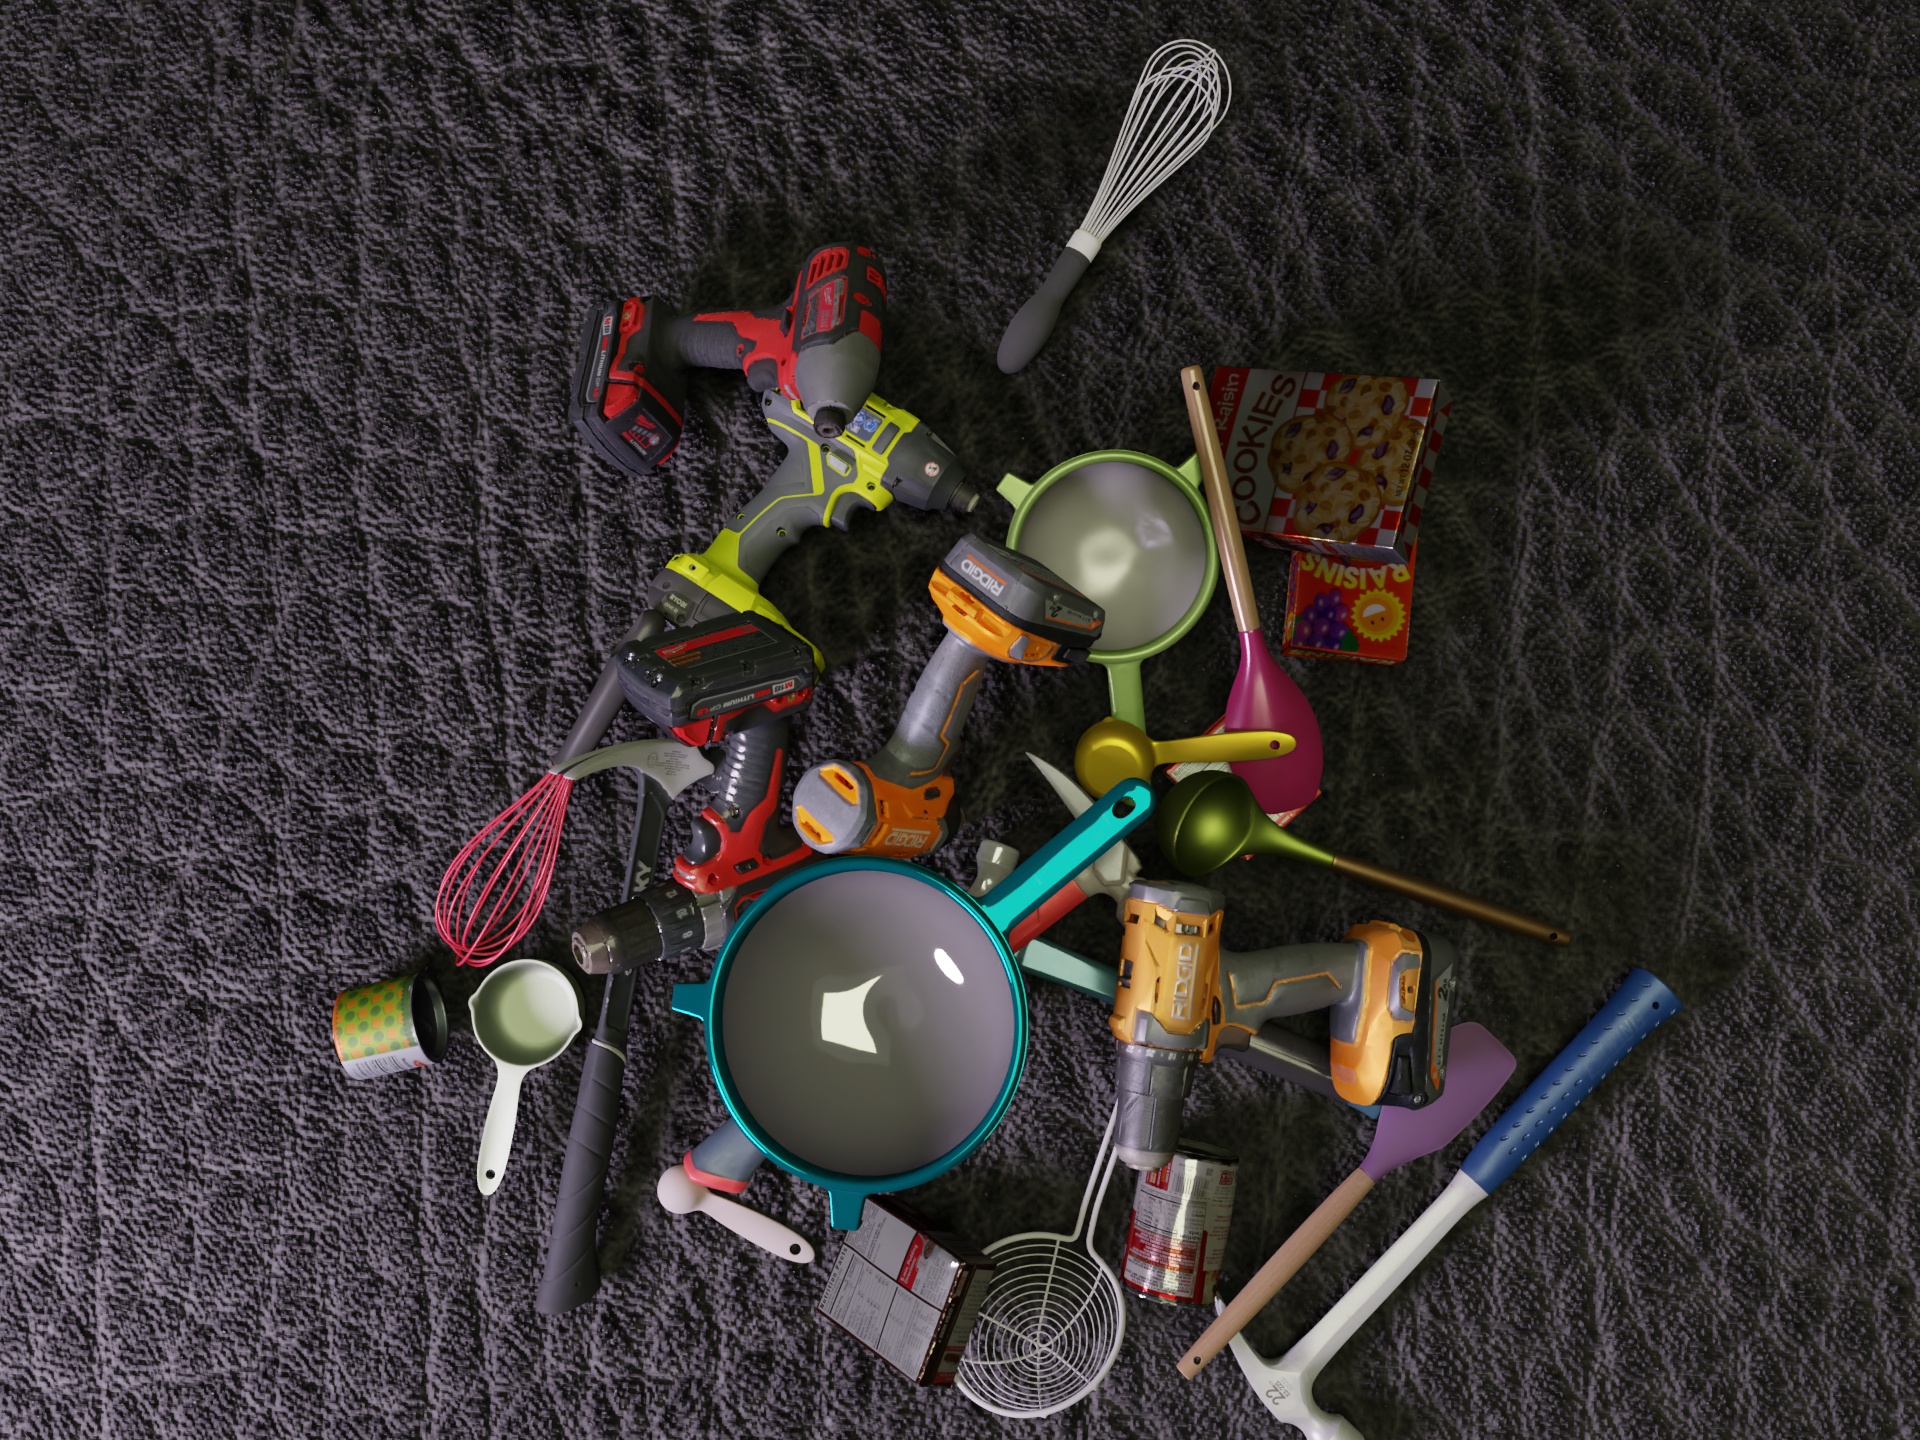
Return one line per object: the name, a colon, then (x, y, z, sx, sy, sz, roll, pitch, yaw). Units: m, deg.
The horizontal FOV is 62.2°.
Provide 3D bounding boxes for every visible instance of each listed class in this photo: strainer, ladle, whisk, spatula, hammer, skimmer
strainer: (0.113, -0.068, 1.153, 0.151, 0.069, 0.256, -7, 102, 1)
ladle: (0.286, 0.109, 1.109, 0.320, 0.062, 0.078, 19, 102, -7)
whisk: (0.108, -0.380, 1.180, 0.070, 0.070, 0.284, 33, 90, 4)
spatula: (0.260, 0.329, 1.093, 0.060, 0.018, 0.316, 44, 82, 12)
hammer: (-0.246, 0.212, 1.112, 0.036, 0.149, 0.409, 11, 91, 45)
skimmer: (0.091, 0.286, 1.075, 0.127, 0.090, 0.363, 21, 95, 33)
hammer: (0.147, 0.203, 1.134, 0.331, 0.033, 0.128, 21, 85, 3)
strainer: (-0.005, 0.154, 1.041, 0.340, 0.095, 0.211, -40, 79, 3)
whisk: (-0.286, 0.048, 1.116, 0.073, 0.073, 0.296, 33, 99, 4)
hammer: (0.349, 0.328, 1.116, 0.144, 0.035, 0.405, 44, 87, 4)
hammer: (-0.048, 0.188, 1.112, 0.386, 0.038, 0.143, -39, 78, 6)

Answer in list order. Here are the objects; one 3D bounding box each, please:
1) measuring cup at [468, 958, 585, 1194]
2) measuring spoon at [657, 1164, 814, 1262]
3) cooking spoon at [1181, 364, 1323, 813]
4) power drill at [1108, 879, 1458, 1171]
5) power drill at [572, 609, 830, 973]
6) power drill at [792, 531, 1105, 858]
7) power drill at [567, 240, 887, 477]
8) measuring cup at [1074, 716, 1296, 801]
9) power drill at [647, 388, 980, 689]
measuring cup: (-0.316, 0.252, 1.137, 0.083, 0.038, 0.167, 12, 87, 2)
measuring spoon: (-0.160, 0.356, 1.133, 0.124, 0.018, 0.034, 26, 86, 3)
cooking spoon: (0.195, -0.088, 1.104, 0.069, 0.017, 0.319, -15, 98, -3)
power drill: (0.205, 0.208, 1.048, 0.226, 0.084, 0.185, 9, 85, -16)
power drill: (-0.176, 0.057, 1.057, 0.188, 0.080, 0.226, -19, 124, -32)
power drill: (-0.002, -0.003, 1.076, 0.084, 0.164, 0.226, 40, 103, 28)
power drill: (-0.157, -0.245, 1.110, 0.220, 0.078, 0.143, -7, 64, 21)
measuring cup: (0.155, 0.026, 1.112, 0.156, 0.029, 0.062, -6, 108, 16)
power drill: (-0.106, -0.134, 1.150, 0.171, 0.080, 0.223, 33, 83, 5)
